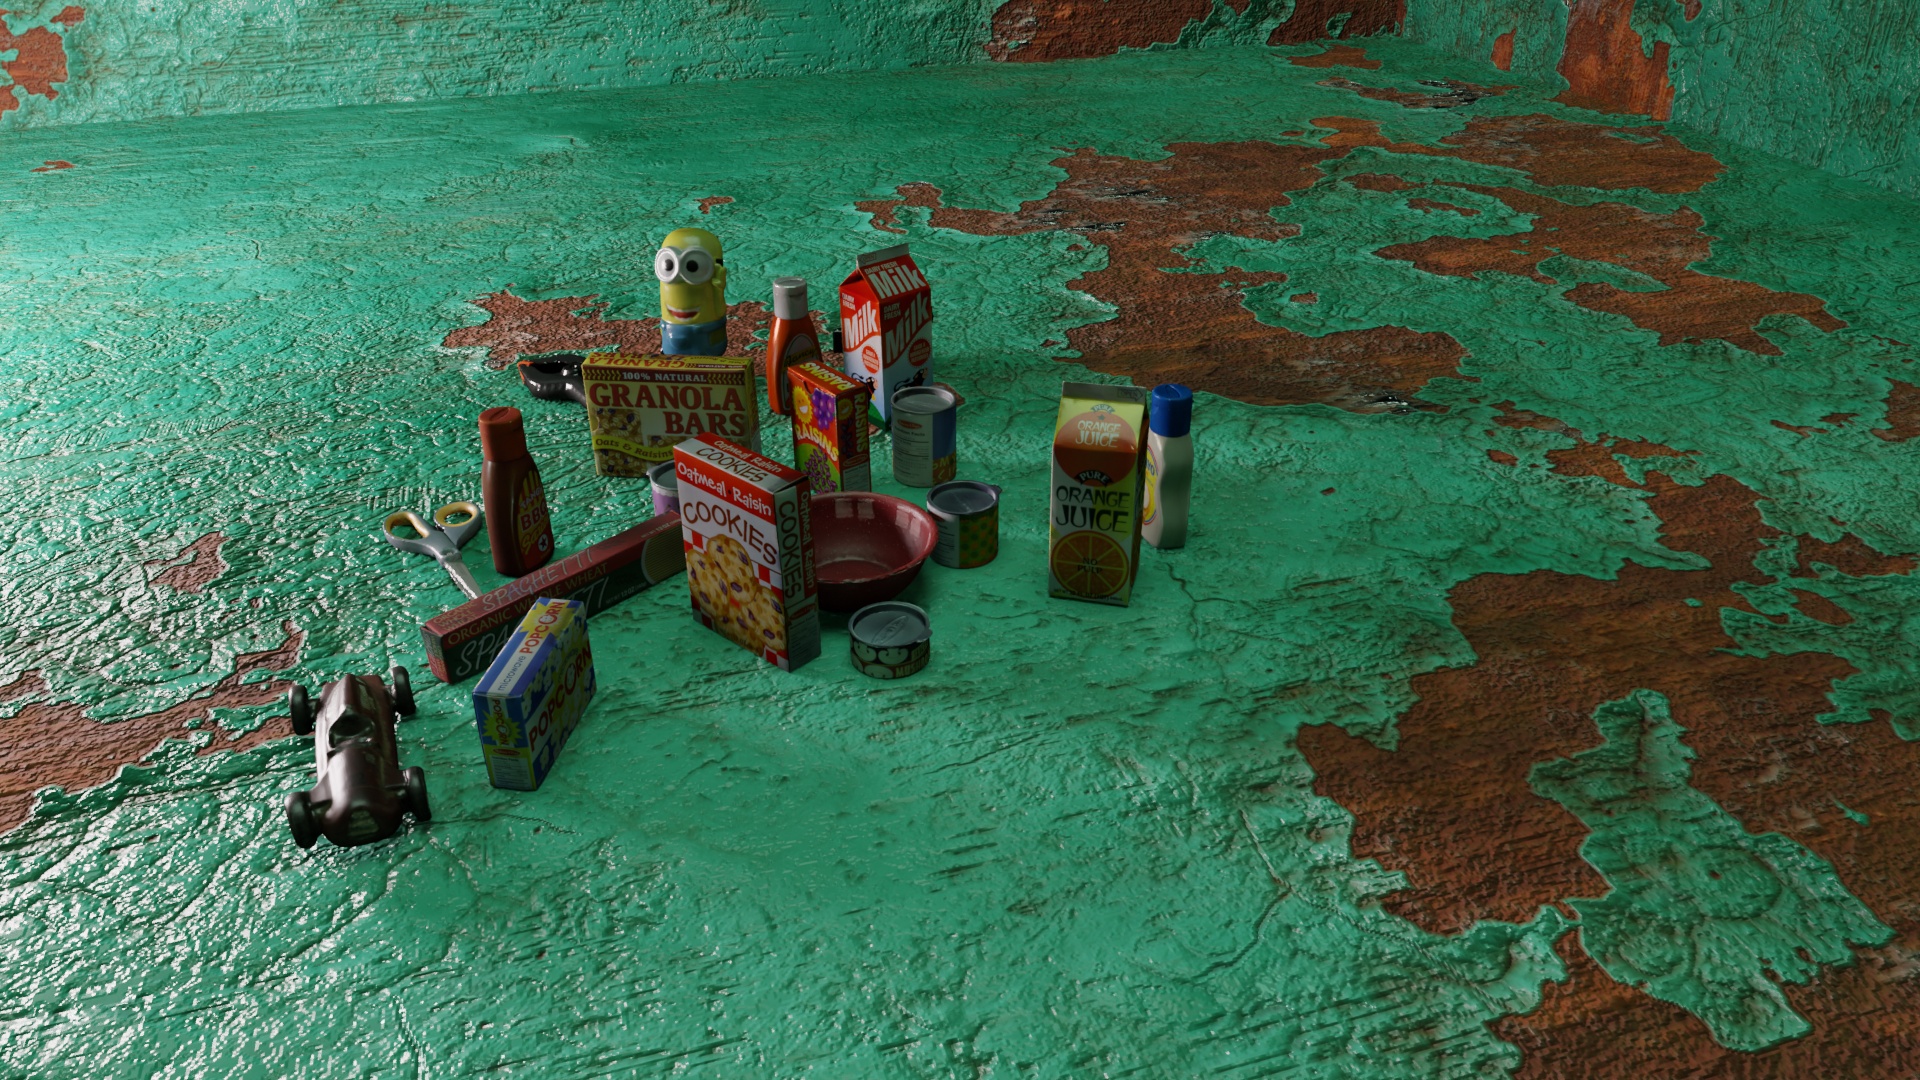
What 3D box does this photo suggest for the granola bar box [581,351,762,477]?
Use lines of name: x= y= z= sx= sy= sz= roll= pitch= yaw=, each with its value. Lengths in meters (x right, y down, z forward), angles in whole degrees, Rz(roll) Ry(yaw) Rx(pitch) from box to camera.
granola bar box: x=-0.288 y=-0.124 z=1.394 sx=0.166 sy=0.123 sz=0.039 roll=2 pitch=30 yaw=5

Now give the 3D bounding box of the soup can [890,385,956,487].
soup can: x=-0.035 y=-0.106 z=1.401 sx=0.071 sy=0.083 sz=0.072 roll=0 pitch=30 yaw=0

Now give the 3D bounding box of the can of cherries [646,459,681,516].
can of cherries: x=-0.259 y=-0.038 z=1.311 sx=0.071 sy=0.058 sz=0.072 roll=0 pitch=30 yaw=0

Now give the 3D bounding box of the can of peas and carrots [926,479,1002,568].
can of peas and carrots: x=0.005 y=-0.016 z=1.270 sx=0.071 sy=0.058 sz=0.071 roll=0 pitch=30 yaw=0

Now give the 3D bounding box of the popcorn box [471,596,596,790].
popcorn box: x=-0.312 y=0.111 z=1.026 sx=0.038 sy=0.084 sz=0.127 roll=3 pitch=30 yaw=6

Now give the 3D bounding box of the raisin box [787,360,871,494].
raisin box: x=-0.129 y=-0.105 z=1.360 sx=0.040 sy=0.122 sz=0.086 roll=-22 pitch=36 yaw=-33

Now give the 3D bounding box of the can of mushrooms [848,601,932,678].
can of mushrooms: x=-0.055 y=0.081 z=1.127 sx=0.071 sy=0.033 sz=0.071 roll=0 pitch=30 yaw=0

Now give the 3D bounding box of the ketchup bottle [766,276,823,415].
ketchup bottle: x=-0.183 y=-0.215 z=1.526 sx=0.065 sy=0.148 sz=0.043 roll=-17 pitch=34 yaw=-27

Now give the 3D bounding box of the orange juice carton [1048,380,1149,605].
orange juice carton: x=0.119 y=-0.046 z=1.188 sx=0.072 sy=0.191 sz=0.073 roll=7 pitch=31 yaw=13

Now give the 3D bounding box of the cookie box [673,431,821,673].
cookie box: x=-0.171 y=0.008 z=1.122 sx=0.123 sy=0.166 sz=0.040 roll=24 pitch=37 yaw=35

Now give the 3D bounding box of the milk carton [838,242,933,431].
milk carton: x=-0.080 y=-0.223 z=1.500 sx=0.072 sy=0.189 sz=0.073 roll=-24 pitch=37 yaw=-35

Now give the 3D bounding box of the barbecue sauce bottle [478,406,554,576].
barbecue sauce bottle: x=-0.398 y=-0.045 z=1.234 sx=0.044 sy=0.147 sz=0.065 roll=7 pitch=31 yaw=13

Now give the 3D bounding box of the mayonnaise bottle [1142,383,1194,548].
mayonnaise bottle: x=0.189 y=-0.070 z=1.273 sx=0.041 sy=0.147 sz=0.065 roll=-7 pitch=30 yaw=-11

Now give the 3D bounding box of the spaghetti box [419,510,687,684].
spaghetti box: x=-0.334 y=0.044 z=1.177 sx=0.029 sy=0.050 sz=0.251 roll=23 pitch=37 yaw=35
